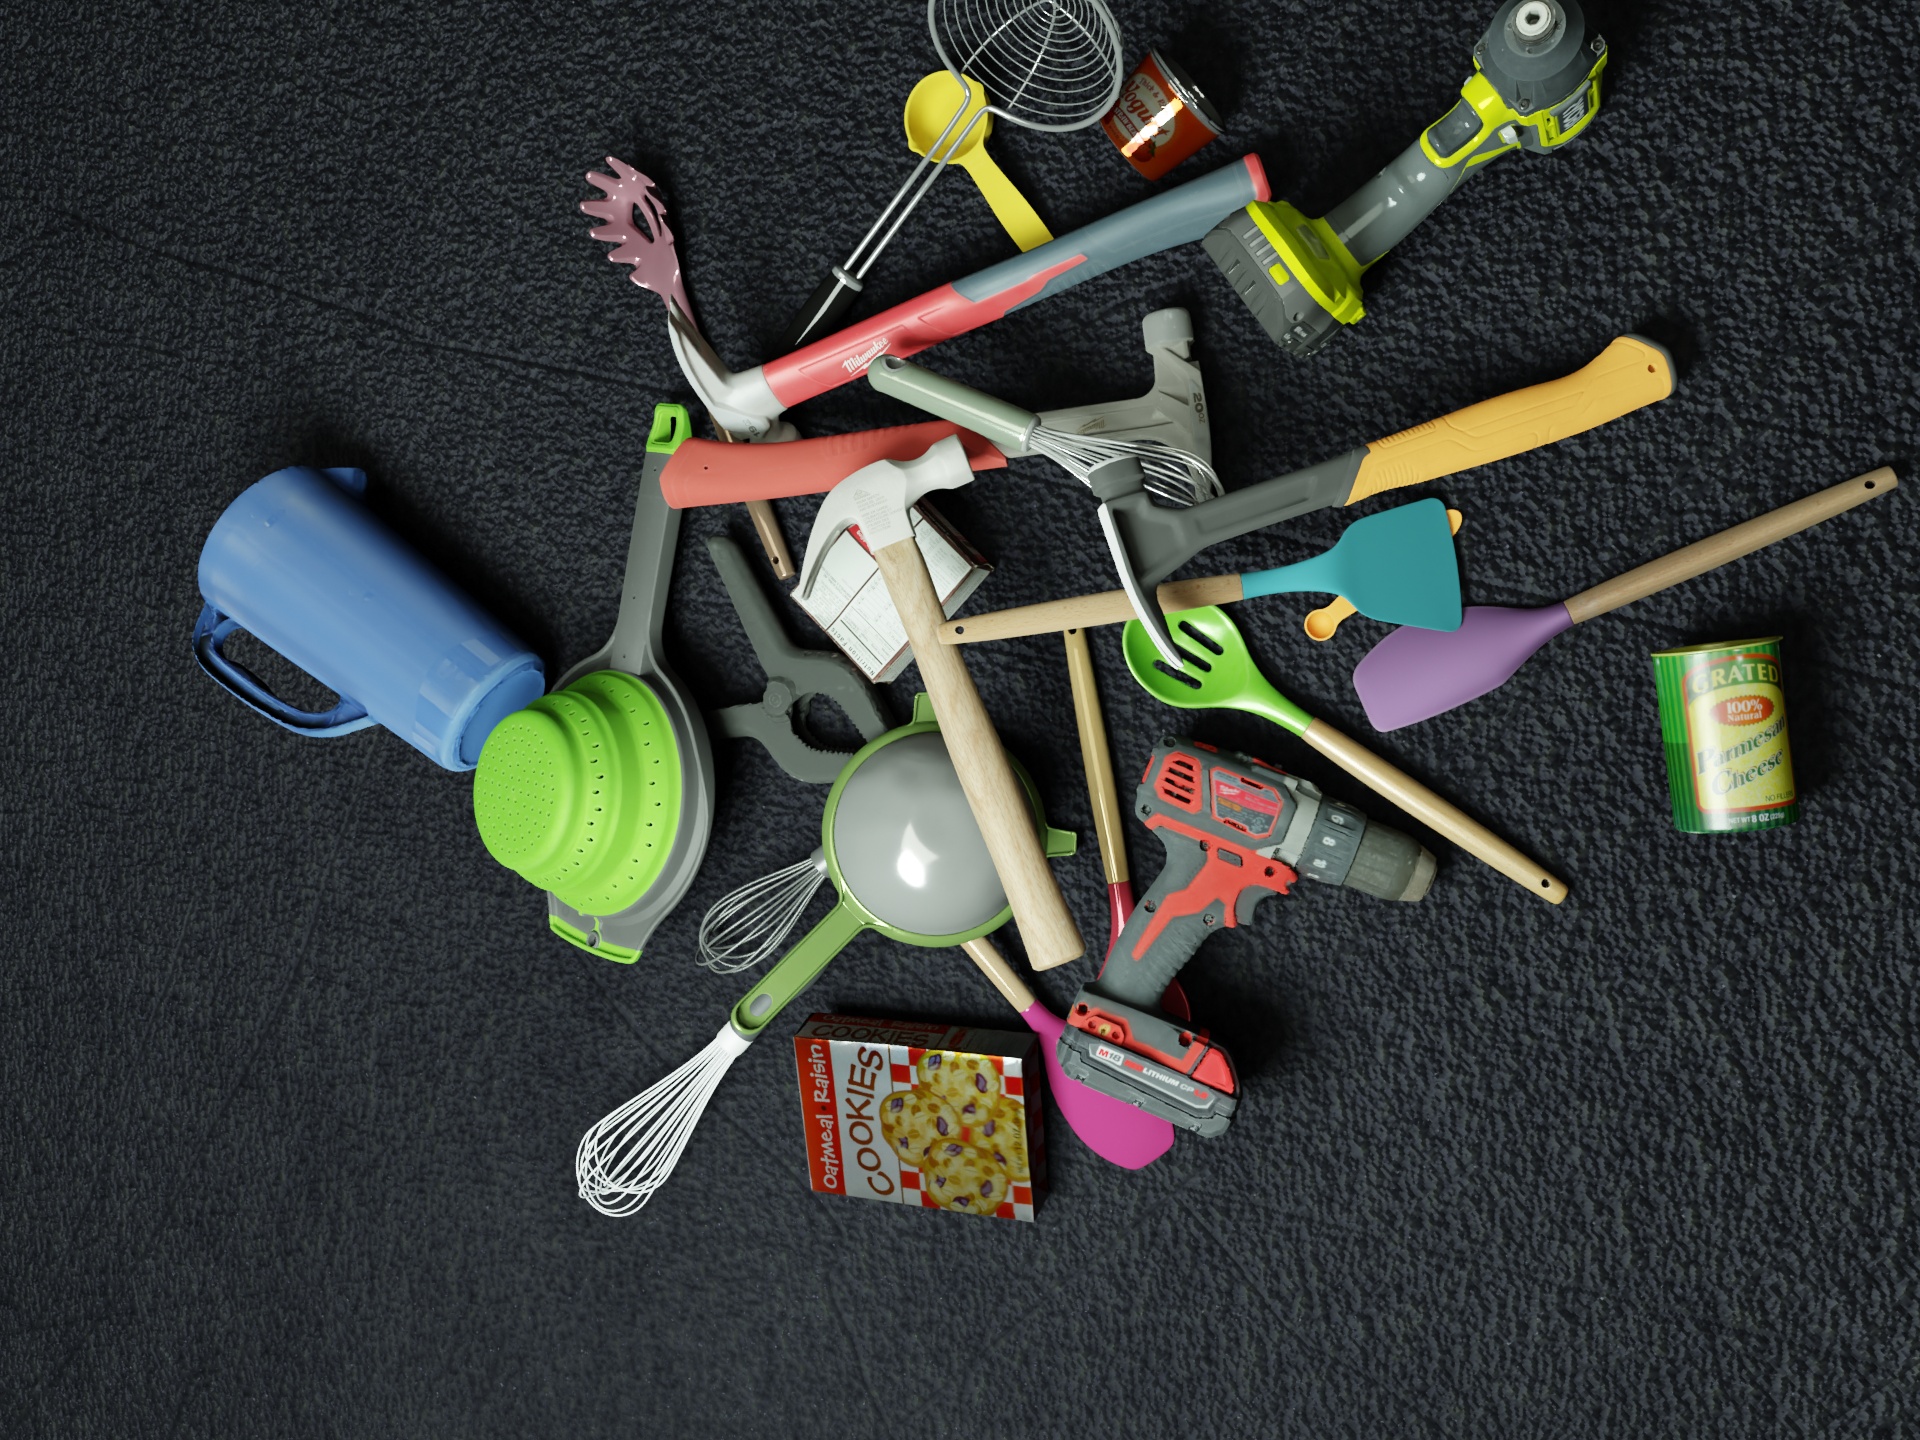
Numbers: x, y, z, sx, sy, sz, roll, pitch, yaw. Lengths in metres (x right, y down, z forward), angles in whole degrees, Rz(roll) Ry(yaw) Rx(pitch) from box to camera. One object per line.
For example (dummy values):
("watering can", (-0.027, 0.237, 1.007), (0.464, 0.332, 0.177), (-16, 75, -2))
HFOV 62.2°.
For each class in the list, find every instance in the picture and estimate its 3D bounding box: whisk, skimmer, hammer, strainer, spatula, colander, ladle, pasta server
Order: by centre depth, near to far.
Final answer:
("hammer", (0.250, -0.141, 0.916), (0.337, 0.034, 0.127), (-19, 87, 1))
("spatula", (0.383, -0.076, 0.938), (0.316, 0.018, 0.060), (-24, 80, 21))
("spatula", (0.144, -0.074, 0.962), (0.317, 0.044, 0.082), (-8, 88, 6))
("whisk", (0.051, -0.173, 0.983), (0.246, 0.058, 0.059), (25, 138, 13))
("hammer", (-0.002, -0.003, 0.989), (0.130, 0.031, 0.331), (-22, 86, 4))
("skimmer", (-0.040, -0.322, 1.013), (0.127, 0.090, 0.363), (34, 118, -17))
("hammer", (0.005, -0.280, 1.013), (0.386, 0.143, 0.038), (-20, 48, 16))
("strainer", (-0.052, 0.108, 1.026), (0.256, 0.069, 0.151), (-44, 88, -10))
("hammer", (-0.019, -0.167, 1.033), (0.359, 0.036, 0.149), (-7, 87, 10))
("ladle", (0.099, 0.081, 1.050), (0.069, 0.031, 0.315), (-10, 89, 12))
("colander", (-0.259, -0.031, 1.108), (0.205, 0.094, 0.397), (12, 94, 40))
("whisk", (-0.097, 0.101, 1.113), (0.239, 0.055, 0.055), (-39, 81, 15))
("pasta server", (-0.185, -0.246, 1.122), (0.060, 0.040, 0.316), (-24, 87, 32))
("whisk", (-0.185, 0.251, 1.153), (0.070, 0.070, 0.284), (44, 102, 12))

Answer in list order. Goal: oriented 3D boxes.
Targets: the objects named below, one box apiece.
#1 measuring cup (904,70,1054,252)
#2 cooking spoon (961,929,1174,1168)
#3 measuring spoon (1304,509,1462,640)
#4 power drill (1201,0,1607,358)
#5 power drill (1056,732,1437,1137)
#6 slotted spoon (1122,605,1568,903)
("measuring cup", (0.023, -0.356, 1.049), (0.062, 0.029, 0.156), (-35, 94, 22))
("cooking spoon", (0.029, 0.173, 1.071), (0.068, 0.017, 0.319), (-41, 88, 18))
("measuring spoon", (0.262, -0.091, 0.987), (0.117, 0.011, 0.021), (-40, 84, 15))
("power drill", (0.252, -0.308, 0.889), (0.223, 0.171, 0.080), (-38, 81, 22))
("power drill", (0.173, 0.139, 0.989), (0.188, 0.080, 0.227), (21, 89, 9))
("slotted spoon", (0.238, 0.021, 0.994), (0.314, 0.031, 0.070), (35, 91, 12))
